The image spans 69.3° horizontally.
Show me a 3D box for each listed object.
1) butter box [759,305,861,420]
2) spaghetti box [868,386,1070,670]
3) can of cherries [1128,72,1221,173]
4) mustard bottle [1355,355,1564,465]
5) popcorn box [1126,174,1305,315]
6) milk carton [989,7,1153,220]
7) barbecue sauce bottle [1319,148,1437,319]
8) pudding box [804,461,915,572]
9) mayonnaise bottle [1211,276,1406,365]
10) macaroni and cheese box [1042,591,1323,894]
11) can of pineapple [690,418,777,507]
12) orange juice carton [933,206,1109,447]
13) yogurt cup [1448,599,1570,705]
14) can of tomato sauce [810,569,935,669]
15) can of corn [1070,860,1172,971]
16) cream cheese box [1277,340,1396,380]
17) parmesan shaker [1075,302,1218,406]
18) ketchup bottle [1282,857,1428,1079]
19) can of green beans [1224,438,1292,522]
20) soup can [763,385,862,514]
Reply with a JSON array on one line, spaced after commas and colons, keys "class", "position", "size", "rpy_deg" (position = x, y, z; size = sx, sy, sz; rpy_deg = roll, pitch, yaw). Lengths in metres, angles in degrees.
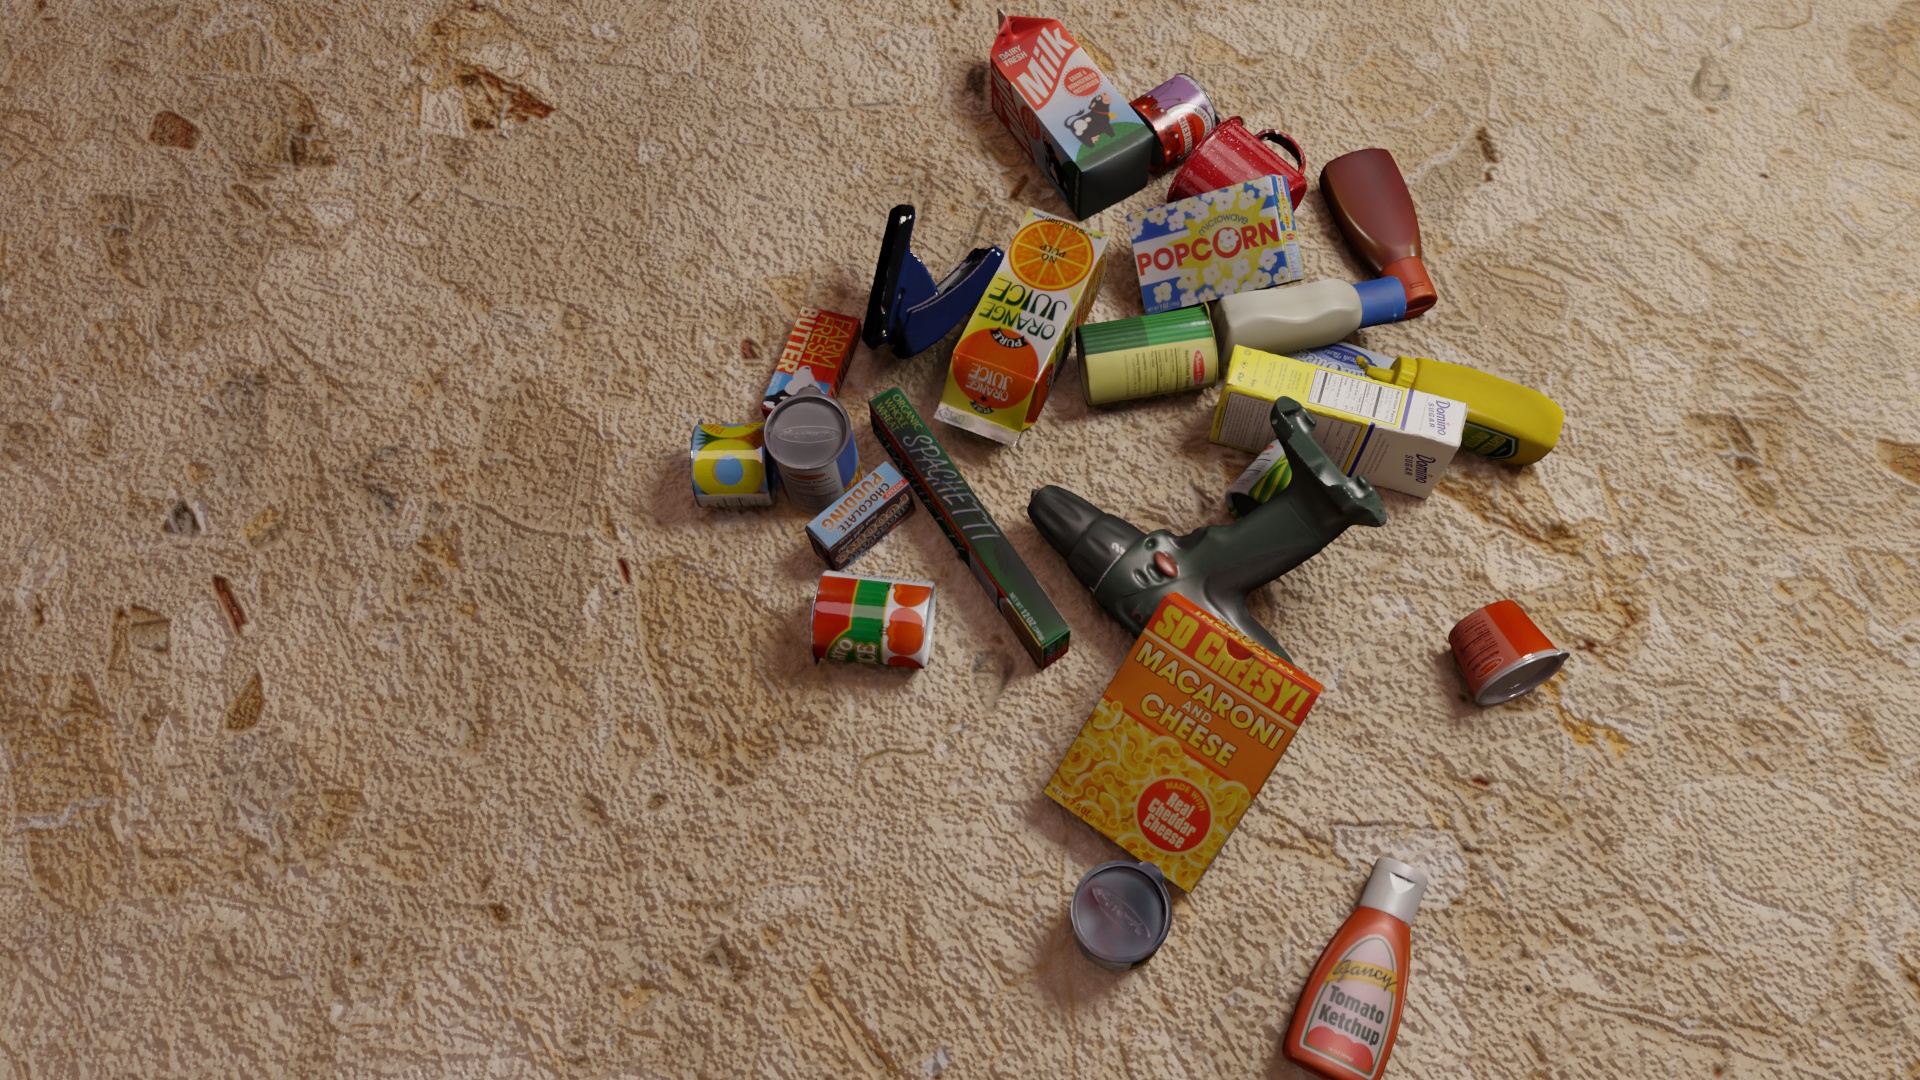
[{"class": "butter box", "position": [-0.122, -0.142, 1.143], "size": [0.053, 0.024, 0.104], "rpy_deg": [15, 68, 10]}, {"class": "spaghetti box", "position": [0.004, -0.013, 1.066], "size": [0.029, 0.050, 0.250], "rpy_deg": [-30, 68, -12]}, {"class": "can of cherries", "position": [0.181, -0.359, 1.199], "size": [0.058, 0.071, 0.071], "rpy_deg": [-32, 69, -10]}, {"class": "mustard bottle", "position": [0.377, -0.106, 1.069], "size": [0.160, 0.065, 0.049], "rpy_deg": [21, 73, 0]}, {"class": "popcorn box", "position": [0.203, -0.235, 1.112], "size": [0.126, 0.038, 0.085], "rpy_deg": [-9, 96, 32]}, {"class": "milk carton", "position": [0.084, -0.380, 1.211], "size": [0.073, 0.072, 0.191], "rpy_deg": [-30, 68, -9]}, {"class": "barbecue sauce bottle", "position": [0.353, -0.256, 1.159], "size": [0.065, 0.043, 0.149], "rpy_deg": [-14, 67, -3]}, {"class": "pudding box", "position": [-0.077, -0.017, 1.072], "size": [0.084, 0.049, 0.030], "rpy_deg": [-40, 69, -14]}, {"class": "mayonnaise bottle", "position": [0.273, -0.177, 1.092], "size": [0.148, 0.064, 0.041], "rpy_deg": [-12, 64, -6]}, {"class": "macaroni and cheese box", "position": [0.153, 0.138, 0.959], "size": [0.124, 0.040, 0.166], "rpy_deg": [33, 100, 15]}, {"class": "can of pineapple", "position": [-0.176, -0.061, 1.087], "size": [0.058, 0.070, 0.071], "rpy_deg": [-2, 66, 1]}, {"class": "orange juice carton", "position": [0.050, -0.165, 1.118], "size": [0.072, 0.072, 0.193], "rpy_deg": [22, 70, 11]}, {"class": "yogurt cup", "position": [0.389, 0.079, 0.999], "size": [0.072, 0.072, 0.054], "rpy_deg": [-20, 59, -6]}, {"class": "can of tomato sauce", "position": [-0.064, 0.061, 1.029], "size": [0.083, 0.071, 0.071], "rpy_deg": [6, 67, 5]}, {"class": "can of corn", "position": [0.109, 0.253, 0.939], "size": [0.071, 0.058, 0.071], "rpy_deg": [-1, 66, 3]}, {"class": "cream cheese box", "position": [0.303, -0.132, 1.117], "size": [0.104, 0.024, 0.053], "rpy_deg": [20, 70, 12]}, {"class": "parmesan shaker", "position": [0.147, -0.150, 1.108], "size": [0.103, 0.071, 0.071], "rpy_deg": [-8, 66, 0]}, {"class": "ketchup bottle", "position": [0.269, 0.286, 0.925], "size": [0.065, 0.043, 0.149], "rpy_deg": [24, 69, 13]}, {"class": "can of green beans", "position": [0.244, -0.035, 1.054], "size": [0.071, 0.071, 0.058], "rpy_deg": [40, 75, 18]}, {"class": "soup can", "position": [-0.113, -0.069, 1.078], "size": [0.071, 0.083, 0.071], "rpy_deg": [-1, 67, 2]}]
